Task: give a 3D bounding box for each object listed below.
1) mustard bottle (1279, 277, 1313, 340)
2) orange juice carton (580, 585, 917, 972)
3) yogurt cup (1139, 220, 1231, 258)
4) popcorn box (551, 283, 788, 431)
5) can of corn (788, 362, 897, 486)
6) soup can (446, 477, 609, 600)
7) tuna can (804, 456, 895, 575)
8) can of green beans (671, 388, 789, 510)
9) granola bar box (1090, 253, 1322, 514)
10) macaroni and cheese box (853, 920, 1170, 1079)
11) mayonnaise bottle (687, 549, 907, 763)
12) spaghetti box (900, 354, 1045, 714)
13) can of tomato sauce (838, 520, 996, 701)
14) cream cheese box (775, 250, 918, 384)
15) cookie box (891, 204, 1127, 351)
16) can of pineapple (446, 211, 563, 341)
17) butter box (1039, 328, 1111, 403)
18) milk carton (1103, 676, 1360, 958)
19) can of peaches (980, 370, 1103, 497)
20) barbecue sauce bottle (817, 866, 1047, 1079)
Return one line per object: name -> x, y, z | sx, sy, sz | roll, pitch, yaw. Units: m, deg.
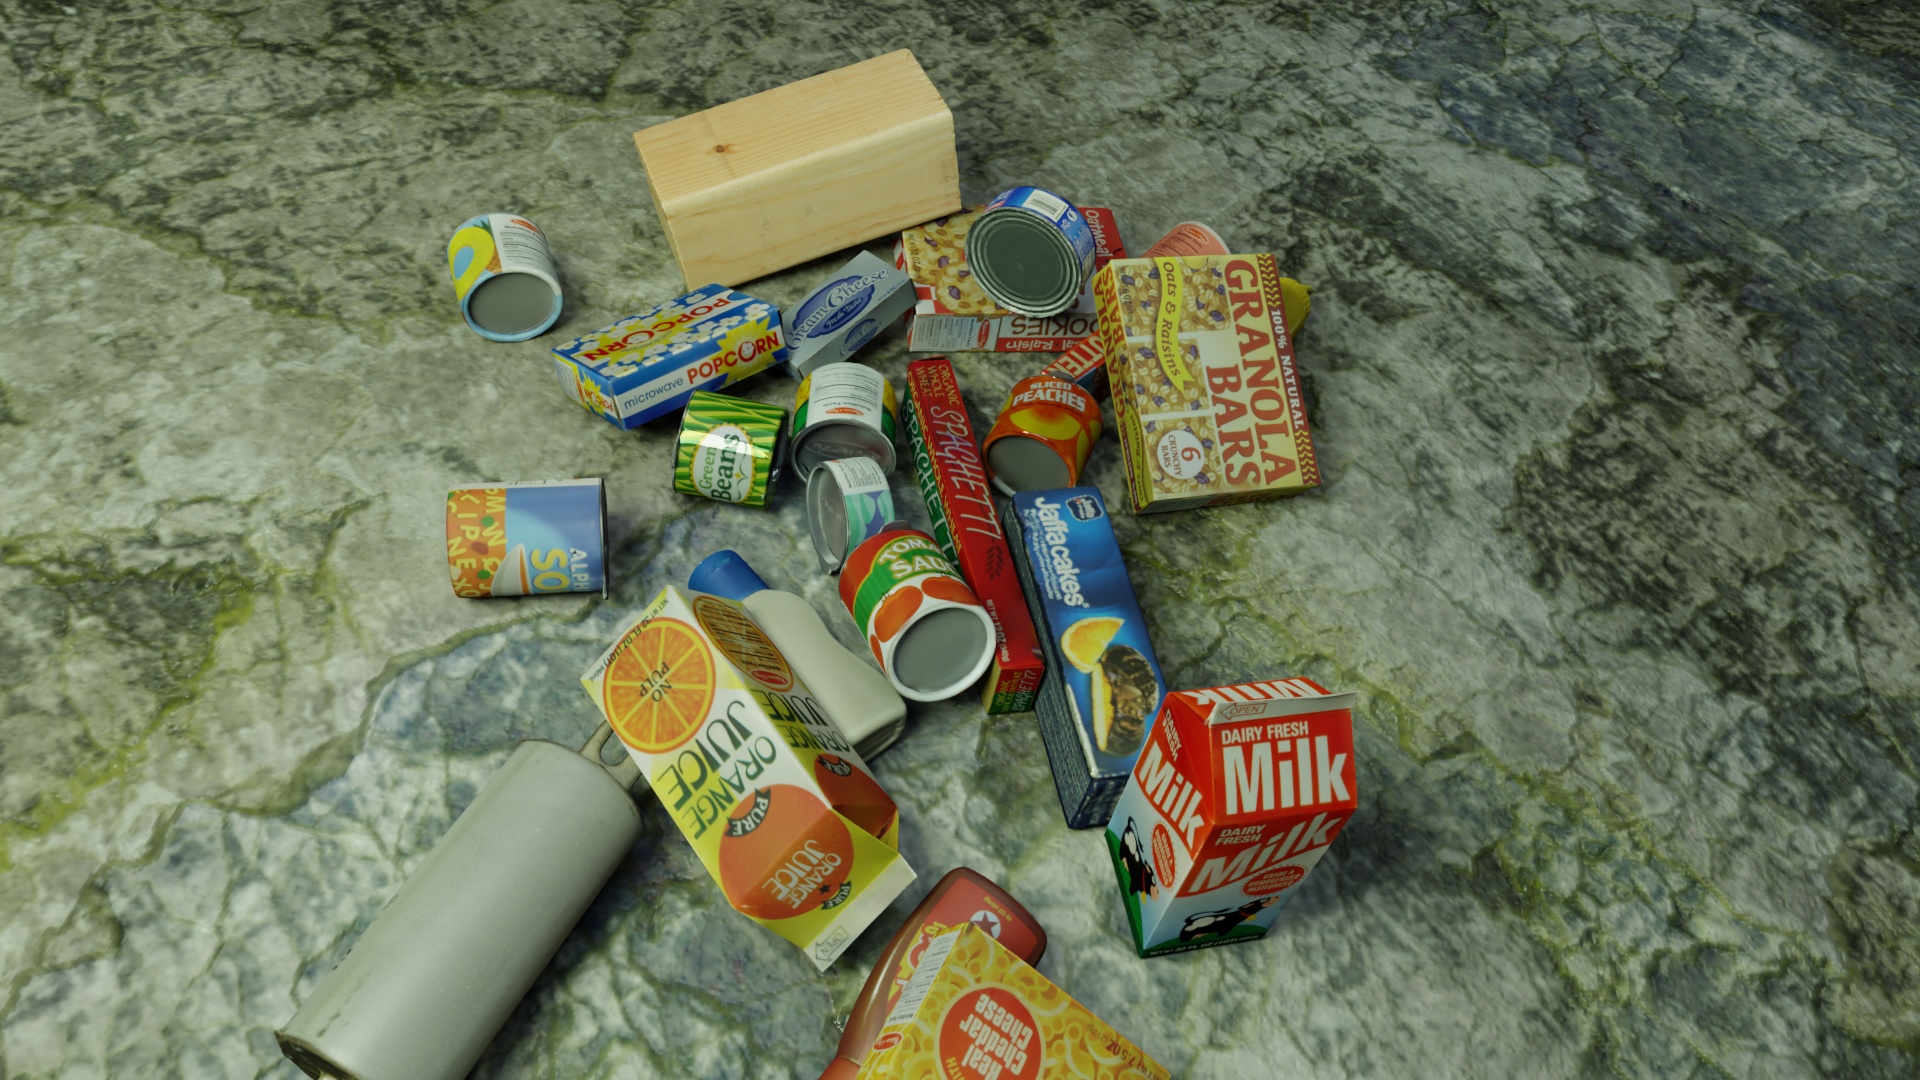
mustard bottle -> 0.212, -0.156, 1.014 | 0.065, 0.048, 0.161 | 42, 56, 15
orange juice carton -> -0.101, 0.117, 0.699 | 0.071, 0.073, 0.193 | -46, 66, 10
yogurt cup -> 0.163, -0.195, 1.029 | 0.054, 0.072, 0.072 | -34, 63, -22
popcorn box -> -0.187, -0.121, 0.900 | 0.127, 0.038, 0.085 | -30, 36, -29
can of corn -> -0.074, -0.068, 0.880 | 0.071, 0.070, 0.058 | 5, 45, -6
soup can -> -0.245, 0.001, 0.792 | 0.084, 0.071, 0.071 | -3, 52, -12
tuna can -> -0.067, -0.014, 0.838 | 0.033, 0.070, 0.071 | -9, 53, -26
can of green beans -> -0.141, -0.056, 0.857 | 0.058, 0.071, 0.071 | 12, 50, -1
granola bar box -> 0.163, -0.107, 0.924 | 0.124, 0.039, 0.165 | -6, 80, -18
macaroni and cheese box -> 0.005, 0.273, 0.603 | 0.123, 0.040, 0.167 | 39, 56, -7
mayonnaise bottle -> -0.097, 0.065, 0.783 | 0.065, 0.041, 0.148 | -30, 61, -30
spaghetti box -> 0.003, -0.011, 0.857 | 0.029, 0.049, 0.251 | -5, 52, -16
can of tomato sauce -> -0.024, 0.039, 0.782 | 0.071, 0.070, 0.083 | -11, 33, -19
cream cheese box -> -0.085, -0.152, 0.949 | 0.104, 0.024, 0.053 | -42, 53, -16
cookie box -> 0.040, -0.194, 1.020 | 0.168, 0.040, 0.123 | -1, 51, -12
can of pineapple -> -0.304, -0.174, 0.925 | 0.071, 0.070, 0.058 | -12, 55, -19
butter box -> 0.089, -0.115, 0.956 | 0.024, 0.052, 0.104 | 39, 55, 18
milk carton -> 0.131, 0.128, 0.676 | 0.072, 0.189, 0.074 | -4, 52, -14
can of peaches -> 0.053, -0.066, 0.898 | 0.071, 0.071, 0.058 | 22, 52, 8
barbecue sauce bottle -> -0.023, 0.229, 0.660 | 0.065, 0.043, 0.149 | 39, 55, 9
